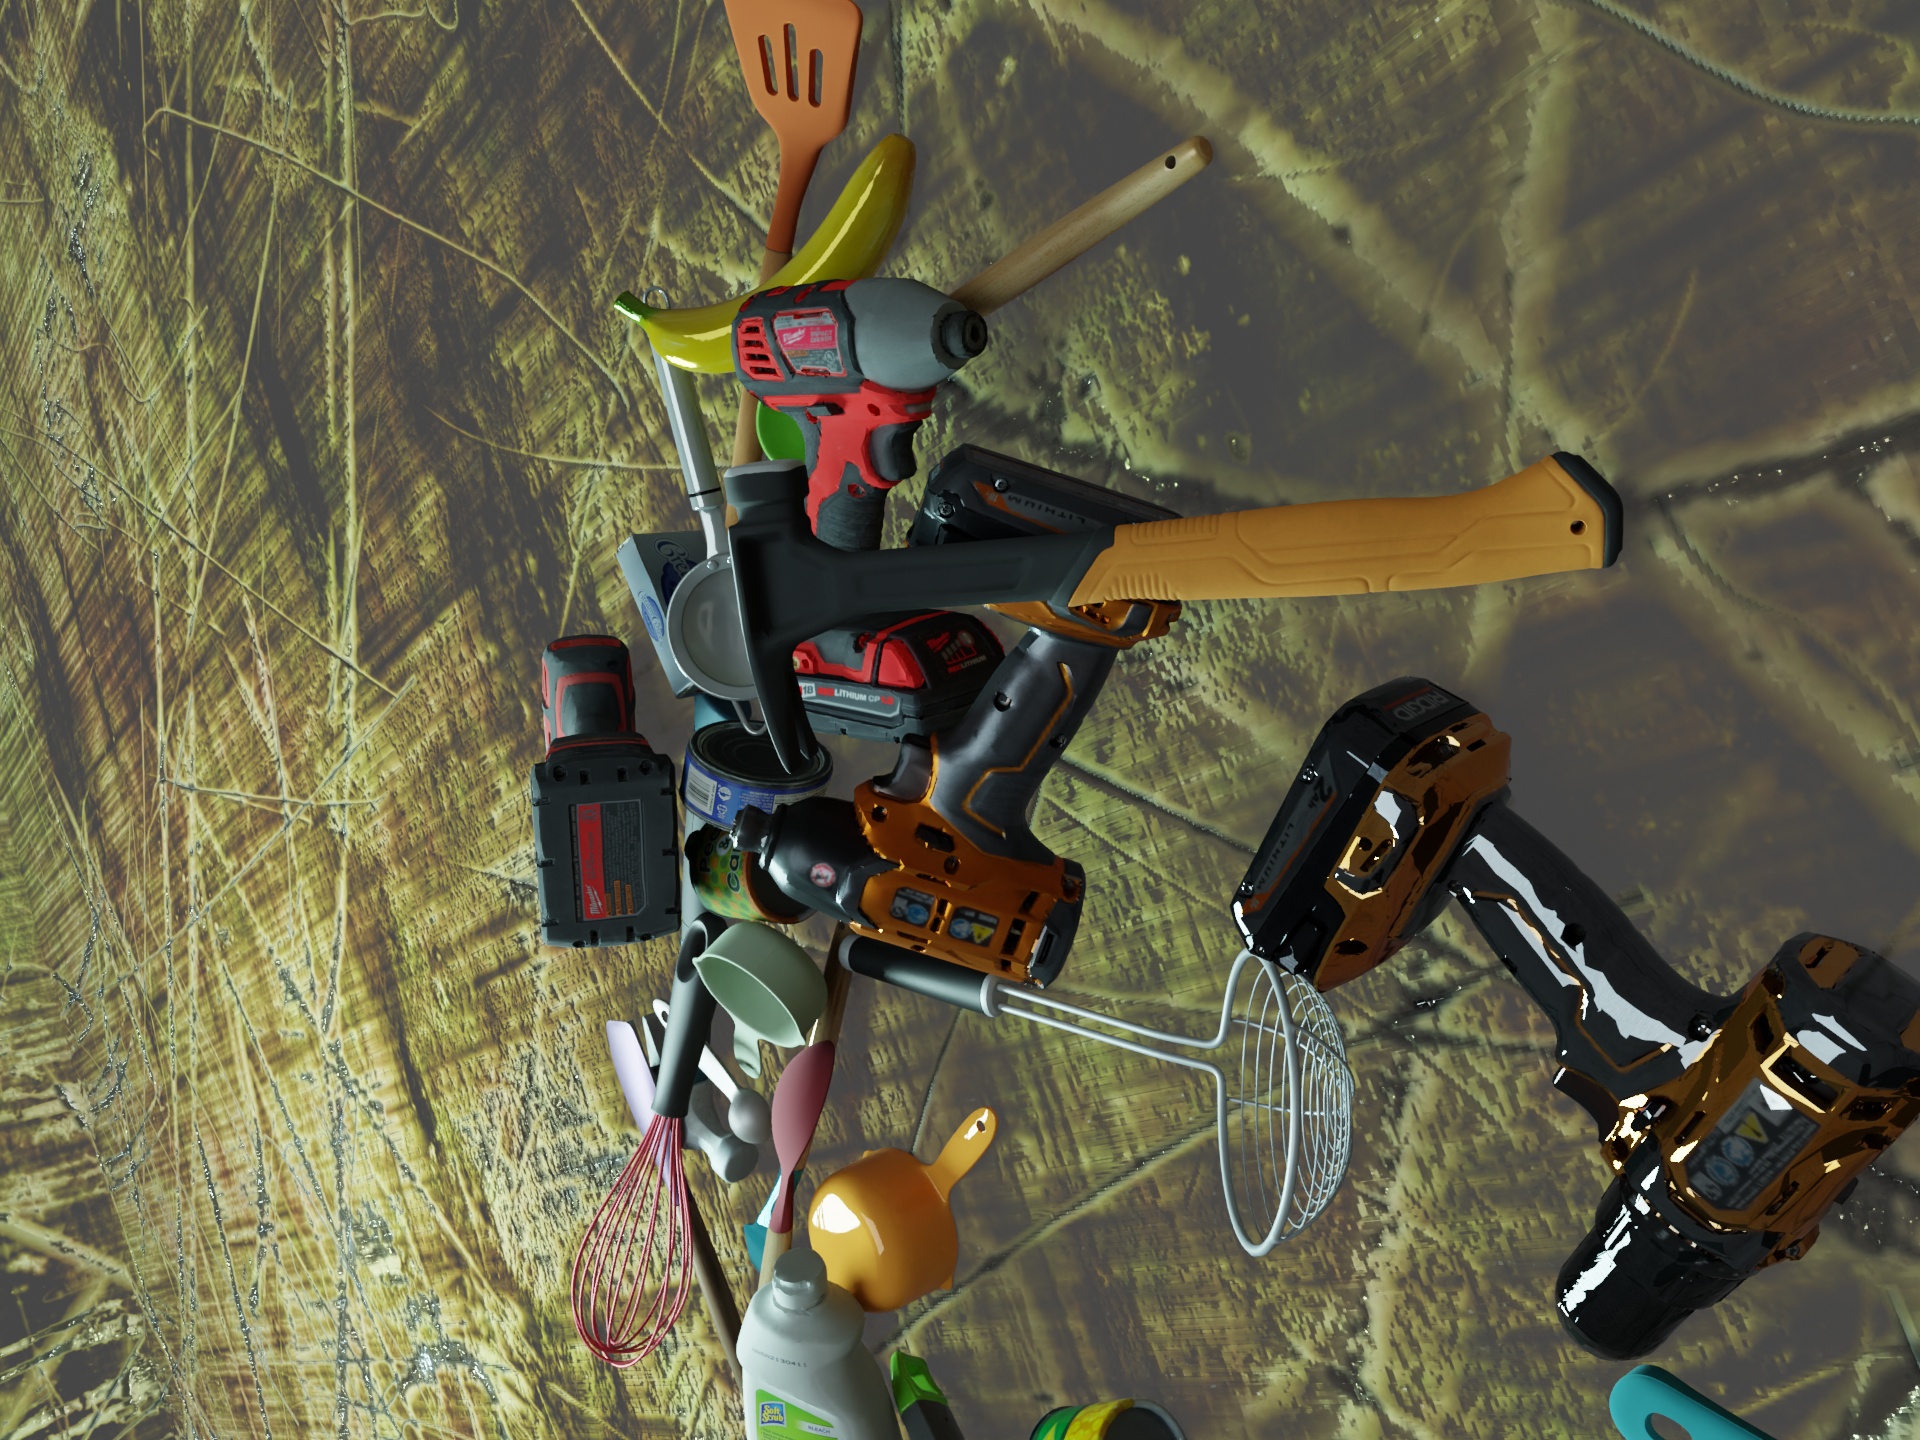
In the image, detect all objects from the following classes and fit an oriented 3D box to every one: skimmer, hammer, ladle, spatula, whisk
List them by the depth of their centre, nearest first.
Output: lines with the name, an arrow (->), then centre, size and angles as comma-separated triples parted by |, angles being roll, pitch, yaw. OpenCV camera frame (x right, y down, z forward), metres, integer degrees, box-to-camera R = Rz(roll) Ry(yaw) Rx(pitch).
hammer -> 0.073, -0.053, 0.611 | 0.337, 0.034, 0.127 | -4, 103, 17
skimmer -> 0.039, 0.149, 0.770 | 0.363, 0.090, 0.127 | 7, 96, 47
spatula -> -0.108, -0.234, 0.874 | 0.081, 0.041, 0.322 | 21, 119, 15
ladle -> -0.110, 0.323, 0.964 | 0.069, 0.031, 0.315 | -94, 12, -62
spatula -> -0.091, 0.249, 0.988 | 0.082, 0.044, 0.317 | 31, 116, 39
whisk -> -0.185, 0.262, 0.992 | 0.073, 0.073, 0.296 | 17, 96, 44
hammer -> -0.167, 0.132, 1.032 | 0.128, 0.033, 0.331 | 27, 118, 39
spatula -> -0.181, 0.350, 1.082 | 0.060, 0.018, 0.316 | -14, 97, 54

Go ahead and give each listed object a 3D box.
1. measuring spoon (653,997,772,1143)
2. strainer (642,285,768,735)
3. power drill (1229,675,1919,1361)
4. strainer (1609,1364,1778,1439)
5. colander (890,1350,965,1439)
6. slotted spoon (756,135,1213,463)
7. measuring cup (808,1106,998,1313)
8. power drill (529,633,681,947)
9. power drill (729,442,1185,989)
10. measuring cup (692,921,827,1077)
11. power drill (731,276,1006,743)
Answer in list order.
measuring spoon -> -0.163, 0.222, 1.012 | 0.124, 0.018, 0.034 | 42, 125, 27
strainer -> -0.142, -0.120, 0.914 | 0.087, 0.050, 0.258 | -11, 101, 8
power drill -> 0.211, 0.113, 0.590 | 0.226, 0.084, 0.185 | 40, 128, 28
strainer -> 0.365, 0.272, 0.451 | 0.341, 0.095, 0.211 | 22, 112, 44
colander -> 0.075, 0.469, 0.807 | 0.094, 0.204, 0.398 | -44, 44, 7
slotted spoon -> 0.001, -0.199, 0.777 | 0.314, 0.031, 0.070 | -21, 84, 46
measuring cup -> -0.032, 0.273, 0.905 | 0.095, 0.052, 0.173 | 53, 135, 24
power drill -> -0.227, 0.062, 1.000 | 0.227, 0.080, 0.187 | -128, 37, -65
power drill -> -0.001, -0.002, 0.711 | 0.084, 0.164, 0.226 | -92, 20, -74
measuring cup -> -0.117, 0.174, 0.960 | 0.083, 0.038, 0.167 | 34, 150, 13
power drill -> -0.039, -0.105, 0.783 | 0.143, 0.078, 0.219 | 7, 110, 40
